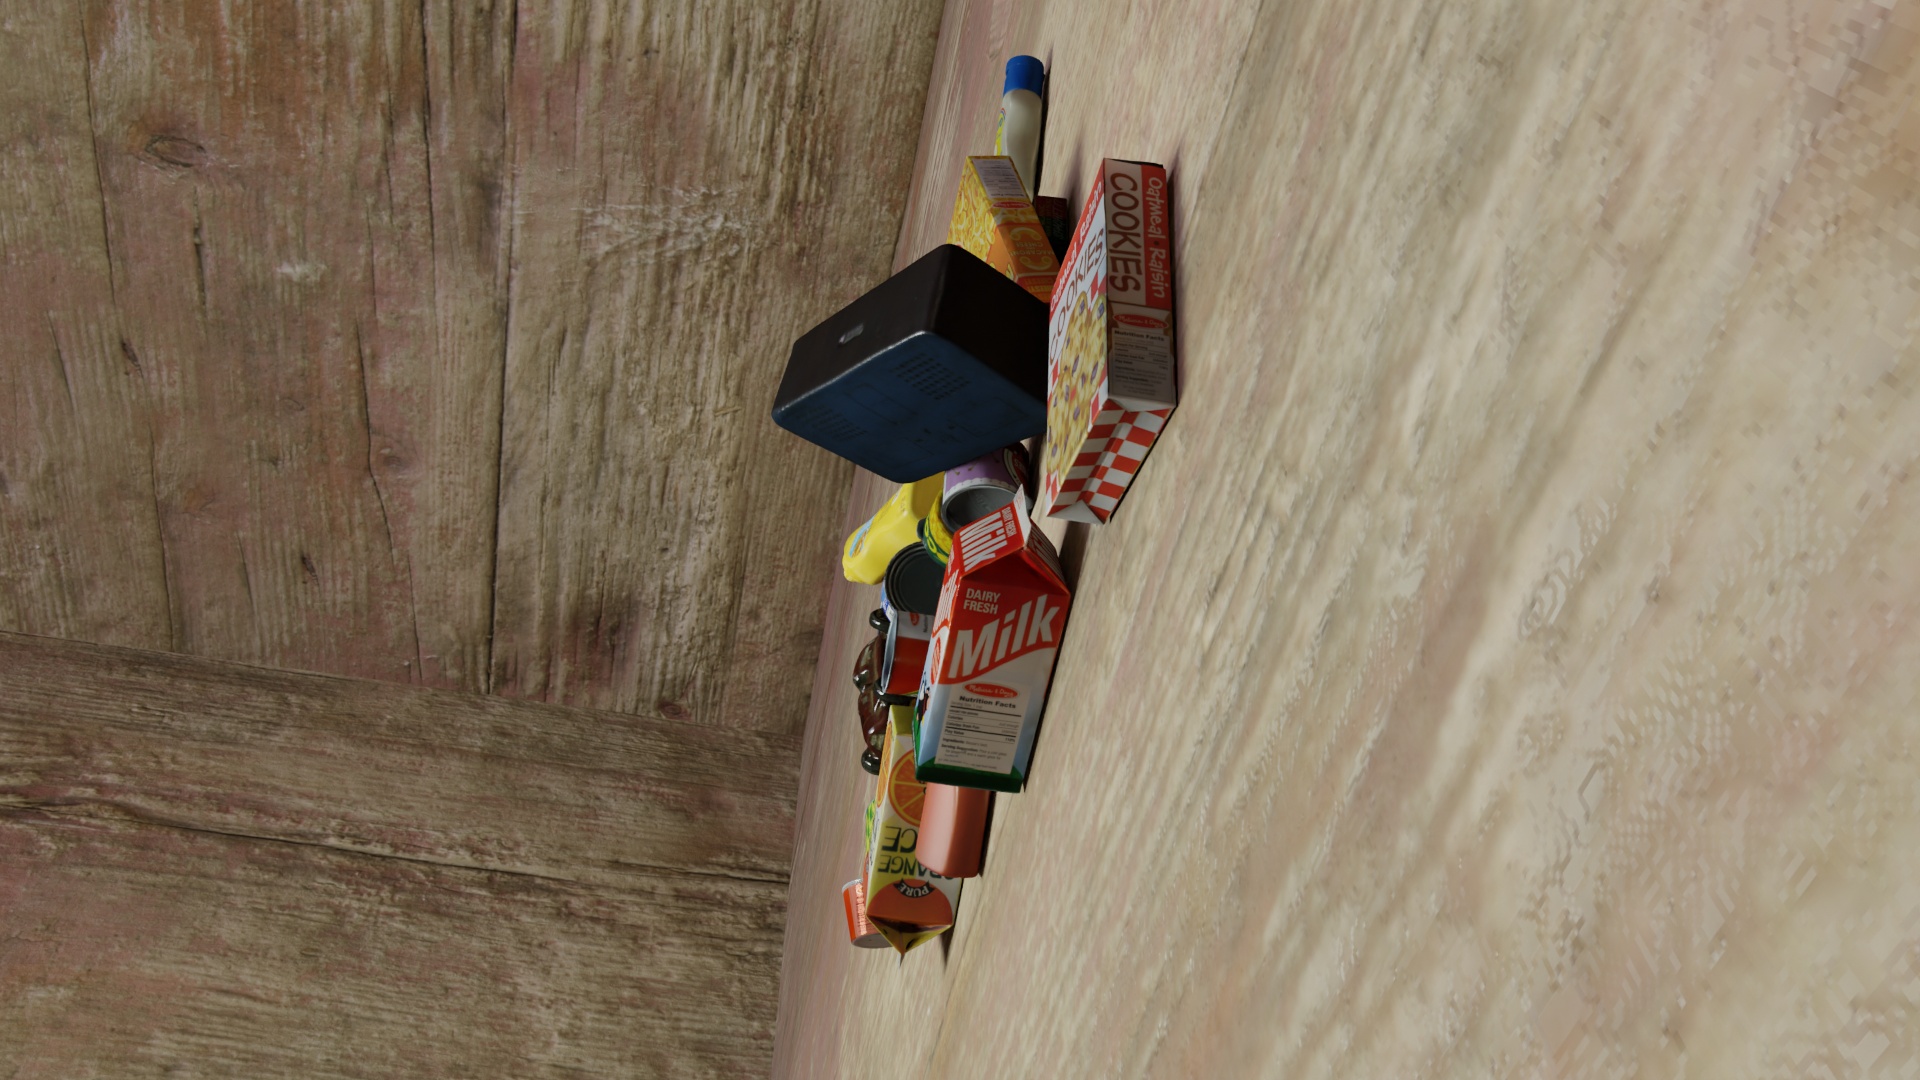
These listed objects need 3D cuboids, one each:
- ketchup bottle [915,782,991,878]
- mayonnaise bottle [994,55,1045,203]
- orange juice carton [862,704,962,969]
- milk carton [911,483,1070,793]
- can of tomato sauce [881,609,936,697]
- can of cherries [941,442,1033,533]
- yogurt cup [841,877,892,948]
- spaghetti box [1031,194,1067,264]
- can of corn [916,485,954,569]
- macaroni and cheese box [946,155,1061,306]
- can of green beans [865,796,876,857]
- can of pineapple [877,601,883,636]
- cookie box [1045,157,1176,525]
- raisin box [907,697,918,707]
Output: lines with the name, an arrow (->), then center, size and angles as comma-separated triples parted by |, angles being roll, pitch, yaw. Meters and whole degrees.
ketchup bottle -> 0.001, 0.169, 1.028 | 0.065, 0.043, 0.148 | -166, 85, -68
mayonnaise bottle -> 0.053, -0.375, 1.285 | 0.064, 0.041, 0.148 | 119, 158, -73
orange juice carton -> -0.034, 0.236, 1.105 | 0.072, 0.073, 0.192 | -120, 39, -77
milk carton -> 0.021, 0.062, 0.902 | 0.072, 0.073, 0.189 | -99, 20, -66
can of tomato sauce -> -0.016, 0.095, 1.096 | 0.071, 0.083, 0.071 | -168, 87, -82
can of cherries -> 0.022, -0.042, 1.058 | 0.071, 0.071, 0.059 | 108, 169, -49
yogurt cup -> -0.078, 0.355, 1.322 | 0.072, 0.072, 0.054 | 111, 157, -56
spaghetti box -> 0.045, -0.180, 1.167 | 0.248, 0.029, 0.050 | 110, 166, -53
can of corn -> 0.004, -0.014, 1.121 | 0.058, 0.071, 0.071 | 119, 158, -66
macaroni and cheese box -> 0.033, -0.195, 1.065 | 0.123, 0.040, 0.167 | 106, 152, -50
can of green beans -> -0.050, 0.260, 1.215 | 0.058, 0.071, 0.071 | -96, 17, -60
can of pineapple -> -0.056, 0.080, 1.489 | 0.071, 0.058, 0.071 | -168, 87, -82
cookie box -> 0.083, -0.112, 0.786 | 0.122, 0.040, 0.168 | 112, 164, -58
raisin box -> -0.038, 0.155, 1.343 | 0.122, 0.040, 0.086 | 106, 169, -45
